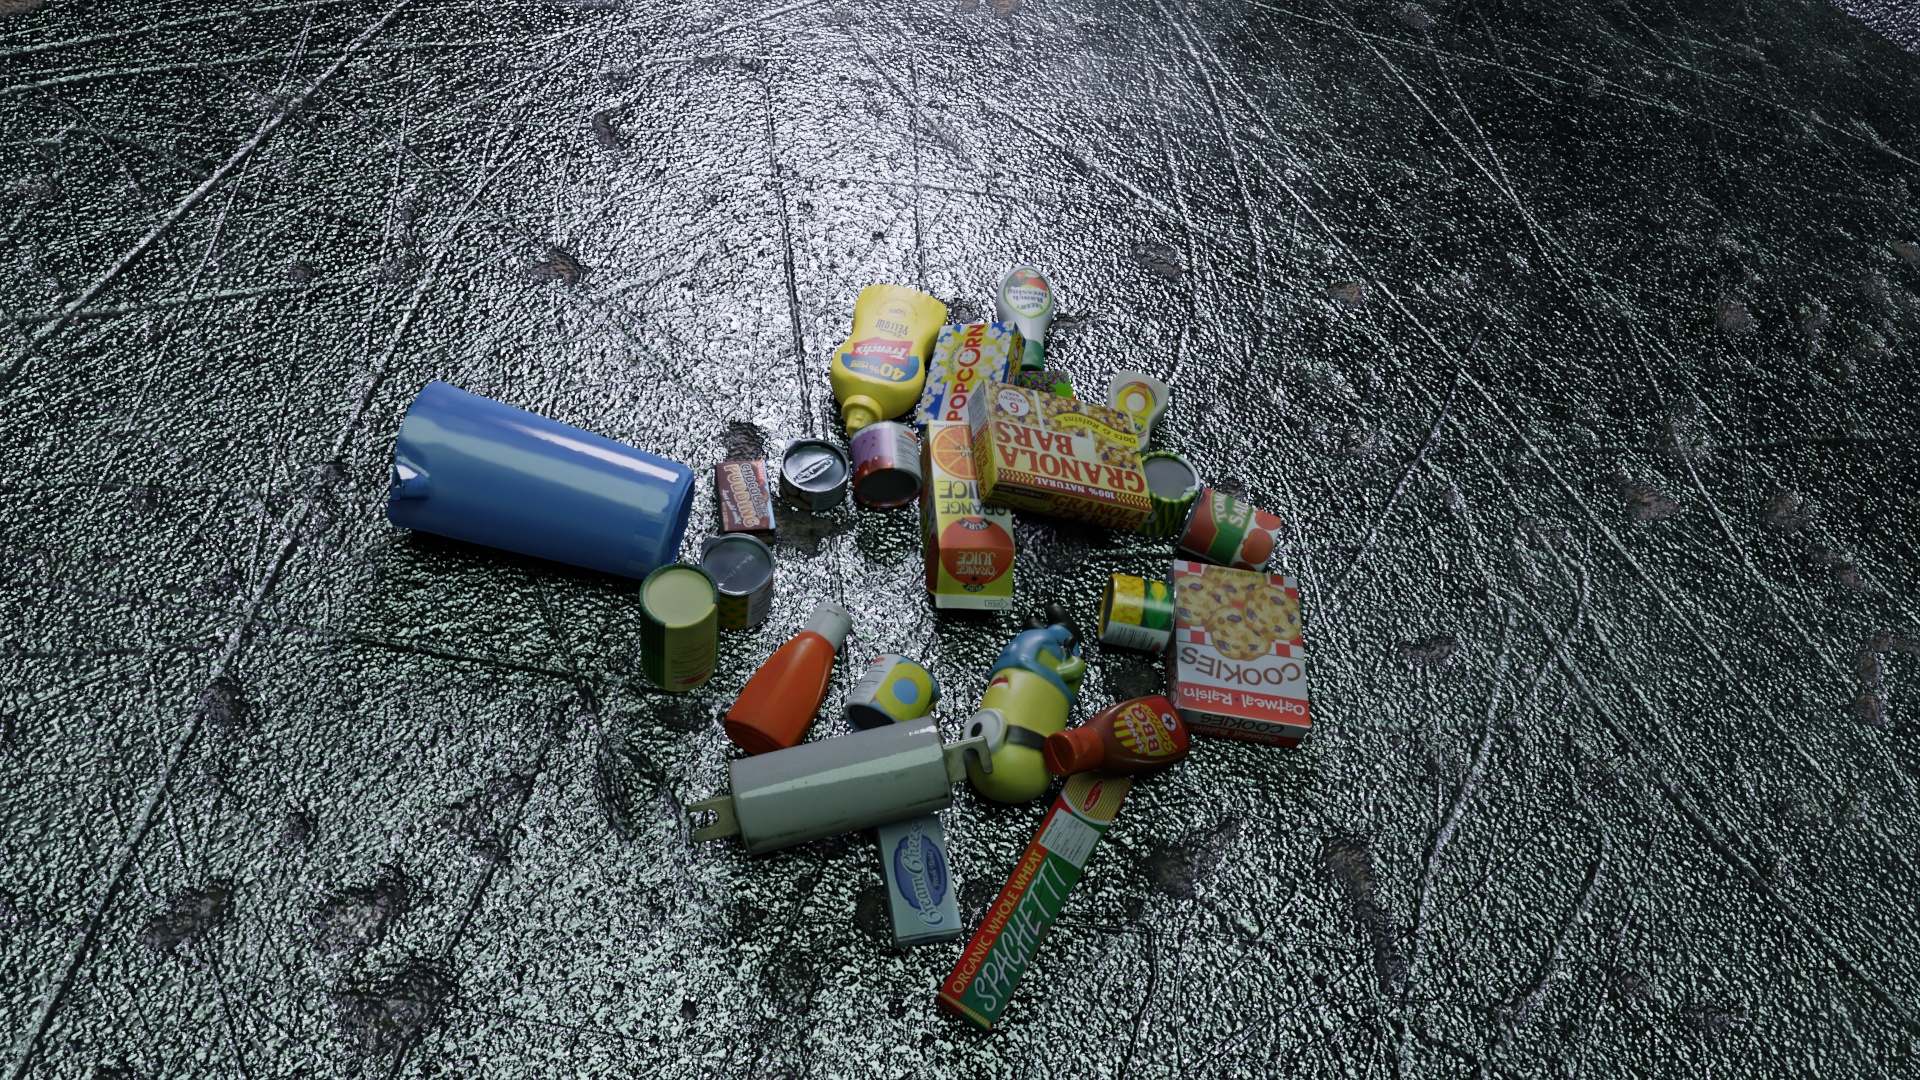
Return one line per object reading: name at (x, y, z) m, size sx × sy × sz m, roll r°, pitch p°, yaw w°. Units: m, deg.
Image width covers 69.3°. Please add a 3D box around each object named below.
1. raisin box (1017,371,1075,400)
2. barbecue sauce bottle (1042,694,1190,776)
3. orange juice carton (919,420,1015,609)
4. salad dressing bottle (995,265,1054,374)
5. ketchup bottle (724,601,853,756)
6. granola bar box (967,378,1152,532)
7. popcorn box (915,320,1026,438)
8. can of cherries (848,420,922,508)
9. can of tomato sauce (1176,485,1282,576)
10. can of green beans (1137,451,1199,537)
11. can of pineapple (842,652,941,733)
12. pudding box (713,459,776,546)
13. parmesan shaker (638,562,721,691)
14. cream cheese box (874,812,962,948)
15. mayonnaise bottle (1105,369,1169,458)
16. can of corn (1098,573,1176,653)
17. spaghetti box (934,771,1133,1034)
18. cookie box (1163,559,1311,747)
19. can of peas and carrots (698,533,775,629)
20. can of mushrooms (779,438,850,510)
raisin box at (0.077, -0.115, 1.416) m, size 0.086 × 0.039 × 0.124 m, roll -1°, pitch 53°, yaw -13°
barbecue sauce bottle at (0.131, 0.170, 1.175) m, size 0.149 × 0.043 × 0.065 m, roll -4°, pitch 61°, yaw -45°
orange juice carton at (0.005, -0.016, 1.305) m, size 0.072 × 0.072 × 0.193 m, roll 2°, pitch 54°, yaw -11°
salad dressing bottle at (0.071, -0.231, 1.497) m, size 0.064 × 0.043 × 0.148 m, roll 5°, pitch 53°, yaw -7°
ketchup bottle at (-0.141, 0.117, 1.194) m, size 0.065 × 0.043 × 0.149 m, roll 25°, pitch 53°, yaw 6°
granola bar box at (0.094, -0.081, 1.318) m, size 0.166 × 0.038 × 0.125 m, roll 10°, pitch 52°, yaw -23°
popcorn box at (0.011, -0.159, 1.402) m, size 0.085 × 0.038 × 0.127 m, roll 0°, pitch 60°, yaw 25°
can of cherries at (-0.073, -0.071, 1.337) m, size 0.071 × 0.071 × 0.058 m, roll 0°, pitch 55°, yaw -12°
can of tomato sauce at (0.263, -0.009, 1.355) m, size 0.083 × 0.070 × 0.071 m, roll 23°, pitch 53°, yaw 5°
can of green beans at (0.198, -0.046, 1.377) m, size 0.071 × 0.057 × 0.071 m, roll 6°, pitch 53°, yaw -7°
can of pineapple at (-0.057, 0.139, 1.181) m, size 0.071 × 0.070 × 0.058 m, roll 28°, pitch 54°, yaw 9°
pudding box at (-0.203, -0.034, 1.302) m, size 0.050 × 0.030 × 0.084 m, roll -3°, pitch 55°, yaw -15°
parmesan shaker at (-0.235, 0.072, 1.171) m, size 0.071 × 0.102 × 0.071 m, roll 6°, pitch 53°, yaw -7°
cream cheese box at (-0.035, 0.271, 1.113) m, size 0.053 × 0.024 × 0.104 m, roll -4°, pitch 55°, yaw -14°
mayonnaise bottle at (0.169, -0.110, 1.429) m, size 0.065 × 0.041 × 0.149 m, roll 20°, pitch 53°, yaw 5°
can of corn at (0.163, 0.065, 1.282) m, size 0.058 × 0.070 × 0.071 m, roll 10°, pitch 53°, yaw -4°
spaghetti box at (0.063, 0.281, 1.123) m, size 0.050 × 0.028 × 0.251 m, roll 30°, pitch 54°, yaw 11°
cookie box at (0.254, 0.104, 1.289) m, size 0.123 × 0.040 × 0.168 m, roll 9°, pitch 52°, yaw -5°
can of peas and carrots at (-0.201, 0.036, 1.233) m, size 0.071 × 0.058 × 0.071 m, roll 6°, pitch 52°, yaw -7°
can of mushrooms at (-0.142, -0.065, 1.336) m, size 0.071 × 0.033 × 0.071 m, roll 5°, pitch 54°, yaw -7°
